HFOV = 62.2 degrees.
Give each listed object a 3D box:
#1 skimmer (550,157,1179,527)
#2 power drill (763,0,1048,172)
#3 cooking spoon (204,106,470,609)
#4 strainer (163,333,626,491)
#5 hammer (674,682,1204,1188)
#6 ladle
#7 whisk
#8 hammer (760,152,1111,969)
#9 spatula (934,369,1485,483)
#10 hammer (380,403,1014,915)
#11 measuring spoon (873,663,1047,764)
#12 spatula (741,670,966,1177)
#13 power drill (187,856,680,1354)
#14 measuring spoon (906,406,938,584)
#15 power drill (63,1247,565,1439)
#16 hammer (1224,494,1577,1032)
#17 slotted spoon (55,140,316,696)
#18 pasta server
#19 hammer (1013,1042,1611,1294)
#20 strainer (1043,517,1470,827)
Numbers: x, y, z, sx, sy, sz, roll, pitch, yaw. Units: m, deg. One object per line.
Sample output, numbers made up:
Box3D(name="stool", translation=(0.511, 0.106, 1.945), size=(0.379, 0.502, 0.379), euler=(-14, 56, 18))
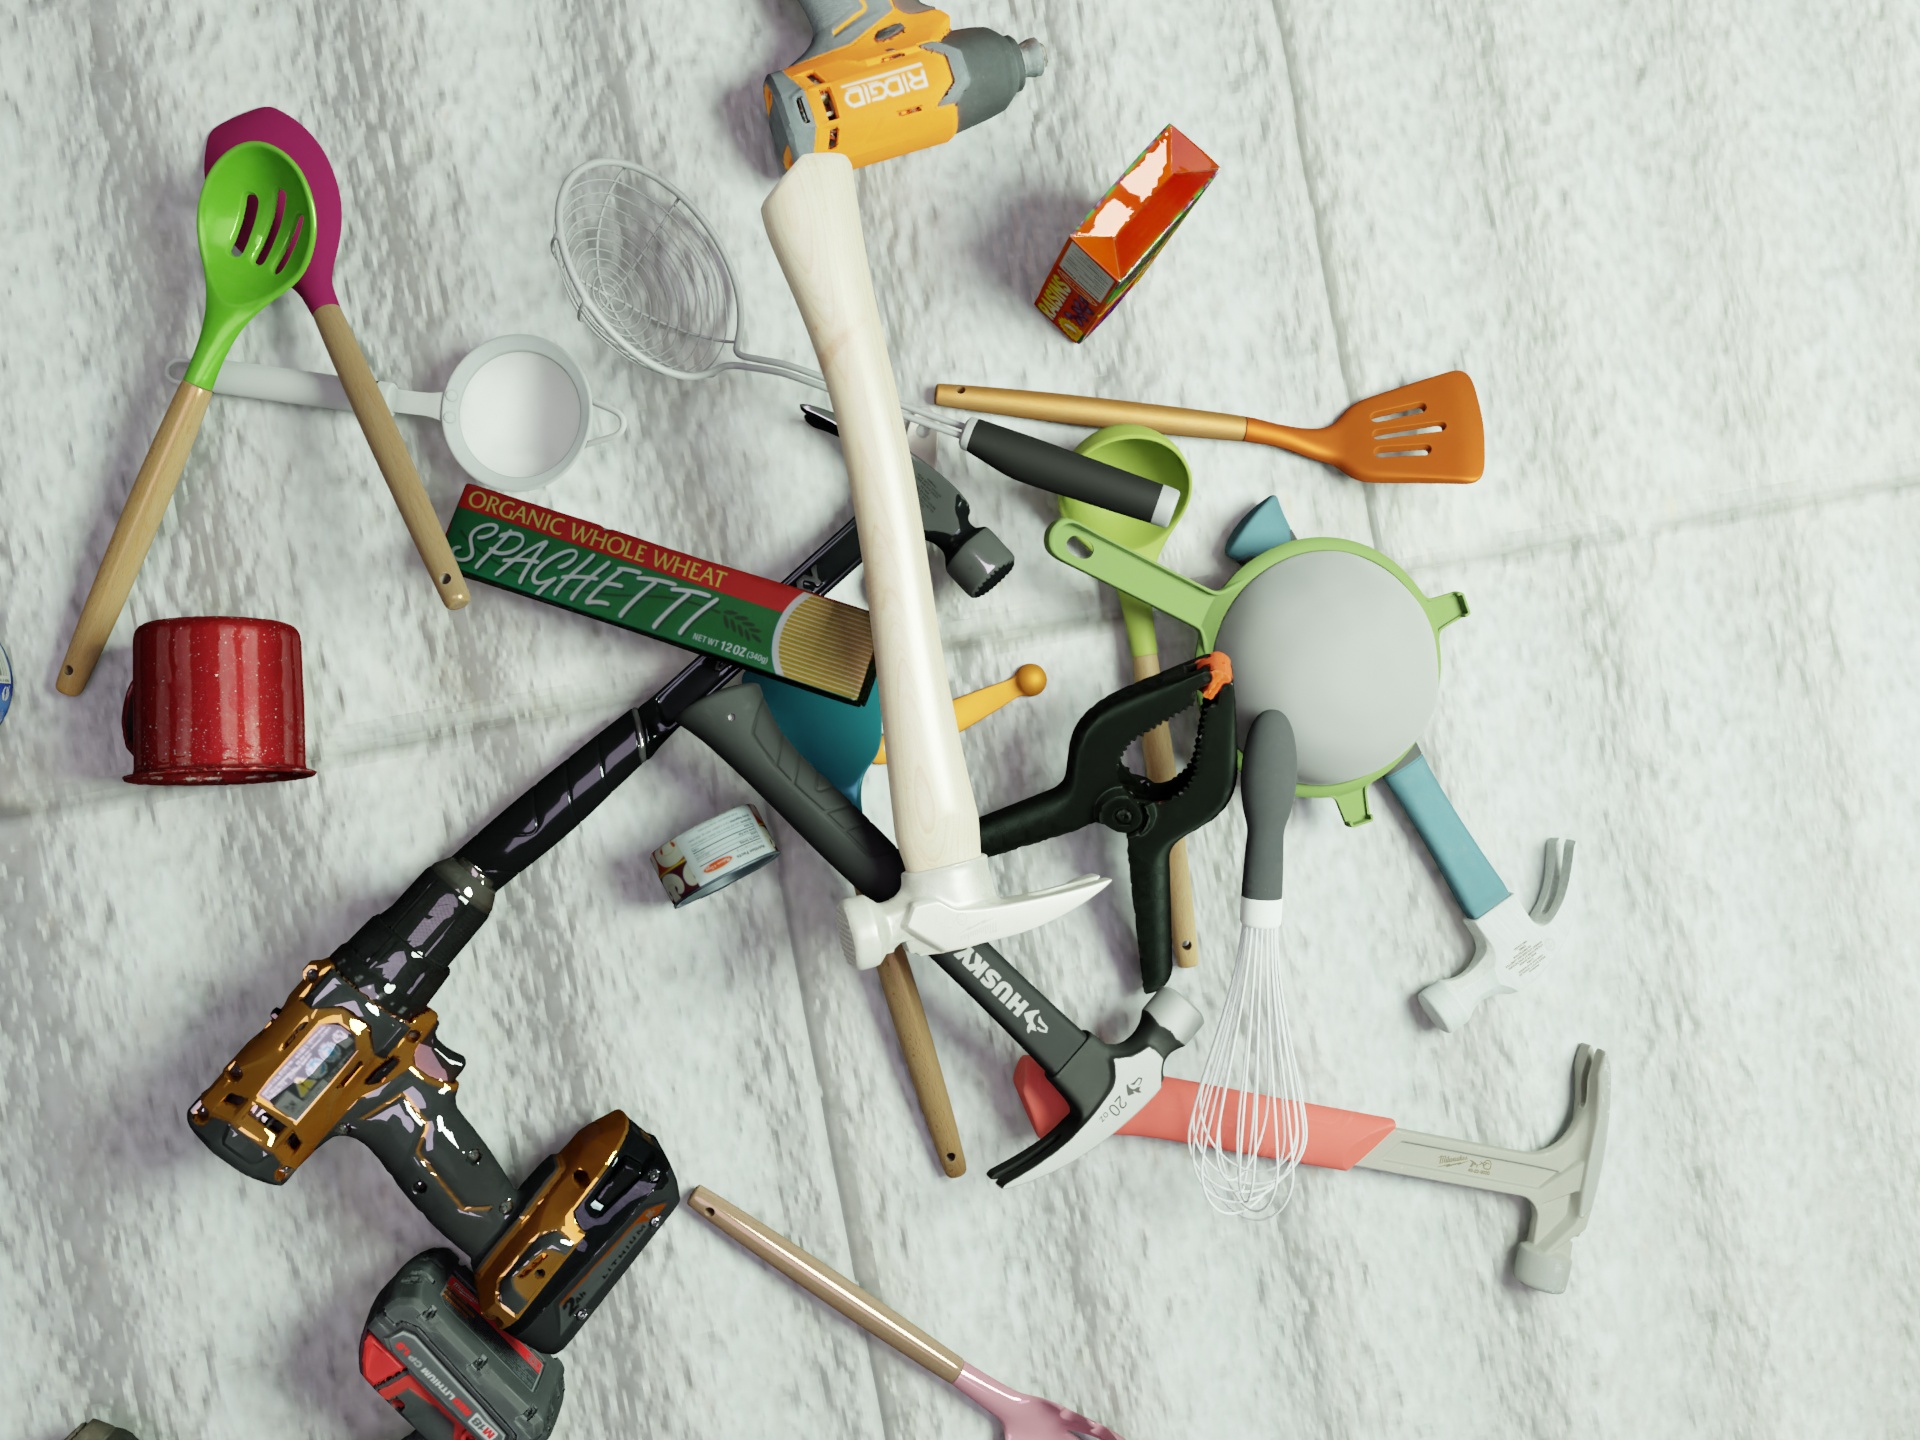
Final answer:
Box3D(name="skimmer", translation=(-0.046, -0.199, 0.862), size=(0.363, 0.090, 0.127), euler=(21, 47, 3))
Box3D(name="power drill", translation=(-0.053, -0.435, 0.900), size=(0.164, 0.084, 0.226), euler=(-19, 96, -8))
Box3D(name="cooking spoon", translation=(-0.331, -0.199, 0.855), size=(0.069, 0.017, 0.319), euler=(-26, 79, -5))
Box3D(name="strainer", translation=(-0.309, -0.178, 0.879), size=(0.258, 0.050, 0.087), euler=(8, 91, -2))
Box3D(name="hammer", translation=(-0.027, 0.107, 0.868), size=(0.334, 0.035, 0.146), euler=(45, 78, -8))
Box3D(name="ladle", translation=(0.112, -0.011, 0.925), size=(0.078, 0.062, 0.320), euler=(-8, 93, 1))
Box3D(name="whisk", translation=(0.163, 0.135, 0.869), size=(0.070, 0.070, 0.284), euler=(2, 97, -8))
Box3D(name="hammer", translation=(-0.026, -0.085, 0.826), size=(0.146, 0.038, 0.410), euler=(-12, 94, -16))
Box3D(name="spatula", translation=(0.146, -0.181, 0.939), size=(0.322, 0.041, 0.081), euler=(5, 65, -6))
Box3D(name="hammer", translation=(-0.168, -0.010, 0.890), size=(0.409, 0.036, 0.149), euler=(-42, 83, -4))
Box3D(name="measuring spoon", translation=(-0.001, -0.003, 0.930), size=(0.117, 0.011, 0.021), euler=(-26, 92, -7))
Box3D(name="spatula", translation=(-0.045, 0.112, 0.917), size=(0.082, 0.044, 0.317), euler=(-16, 96, 0))
Box3D(name="power drill", translation=(-0.254, 0.200, 0.841), size=(0.226, 0.084, 0.185), euler=(42, 78, -14))
Box3D(name="measuring spoon", translation=(-0.027, -0.123, 0.931), size=(0.034, 0.018, 0.124), euler=(7, 81, 2))
Box3D(name="power drill", translation=(-0.348, 0.389, 0.847), size=(0.226, 0.080, 0.188), euler=(-44, 94, -3))
Box3D(name="hammer", translation=(0.257, 0.016, 0.955), size=(0.128, 0.033, 0.331), euler=(-32, 93, -6))
Box3D(name="slotted spoon", translation=(-0.420, -0.157, 0.851), size=(0.070, 0.031, 0.314), euler=(26, 95, 6))
Box3D(name="pasta server", translation=(-0.024, 0.361, 0.908), size=(0.316, 0.040, 0.060), euler=(36, 96, -5))
Box3D(name="hammer", translation=(0.209, 0.236, 0.943), size=(0.359, 0.037, 0.149), euler=(12, 87, -8))
Box3D(name="strainer", translation=(0.166, -0.049, 0.879), size=(0.256, 0.069, 0.151), euler=(25, 91, -13))
